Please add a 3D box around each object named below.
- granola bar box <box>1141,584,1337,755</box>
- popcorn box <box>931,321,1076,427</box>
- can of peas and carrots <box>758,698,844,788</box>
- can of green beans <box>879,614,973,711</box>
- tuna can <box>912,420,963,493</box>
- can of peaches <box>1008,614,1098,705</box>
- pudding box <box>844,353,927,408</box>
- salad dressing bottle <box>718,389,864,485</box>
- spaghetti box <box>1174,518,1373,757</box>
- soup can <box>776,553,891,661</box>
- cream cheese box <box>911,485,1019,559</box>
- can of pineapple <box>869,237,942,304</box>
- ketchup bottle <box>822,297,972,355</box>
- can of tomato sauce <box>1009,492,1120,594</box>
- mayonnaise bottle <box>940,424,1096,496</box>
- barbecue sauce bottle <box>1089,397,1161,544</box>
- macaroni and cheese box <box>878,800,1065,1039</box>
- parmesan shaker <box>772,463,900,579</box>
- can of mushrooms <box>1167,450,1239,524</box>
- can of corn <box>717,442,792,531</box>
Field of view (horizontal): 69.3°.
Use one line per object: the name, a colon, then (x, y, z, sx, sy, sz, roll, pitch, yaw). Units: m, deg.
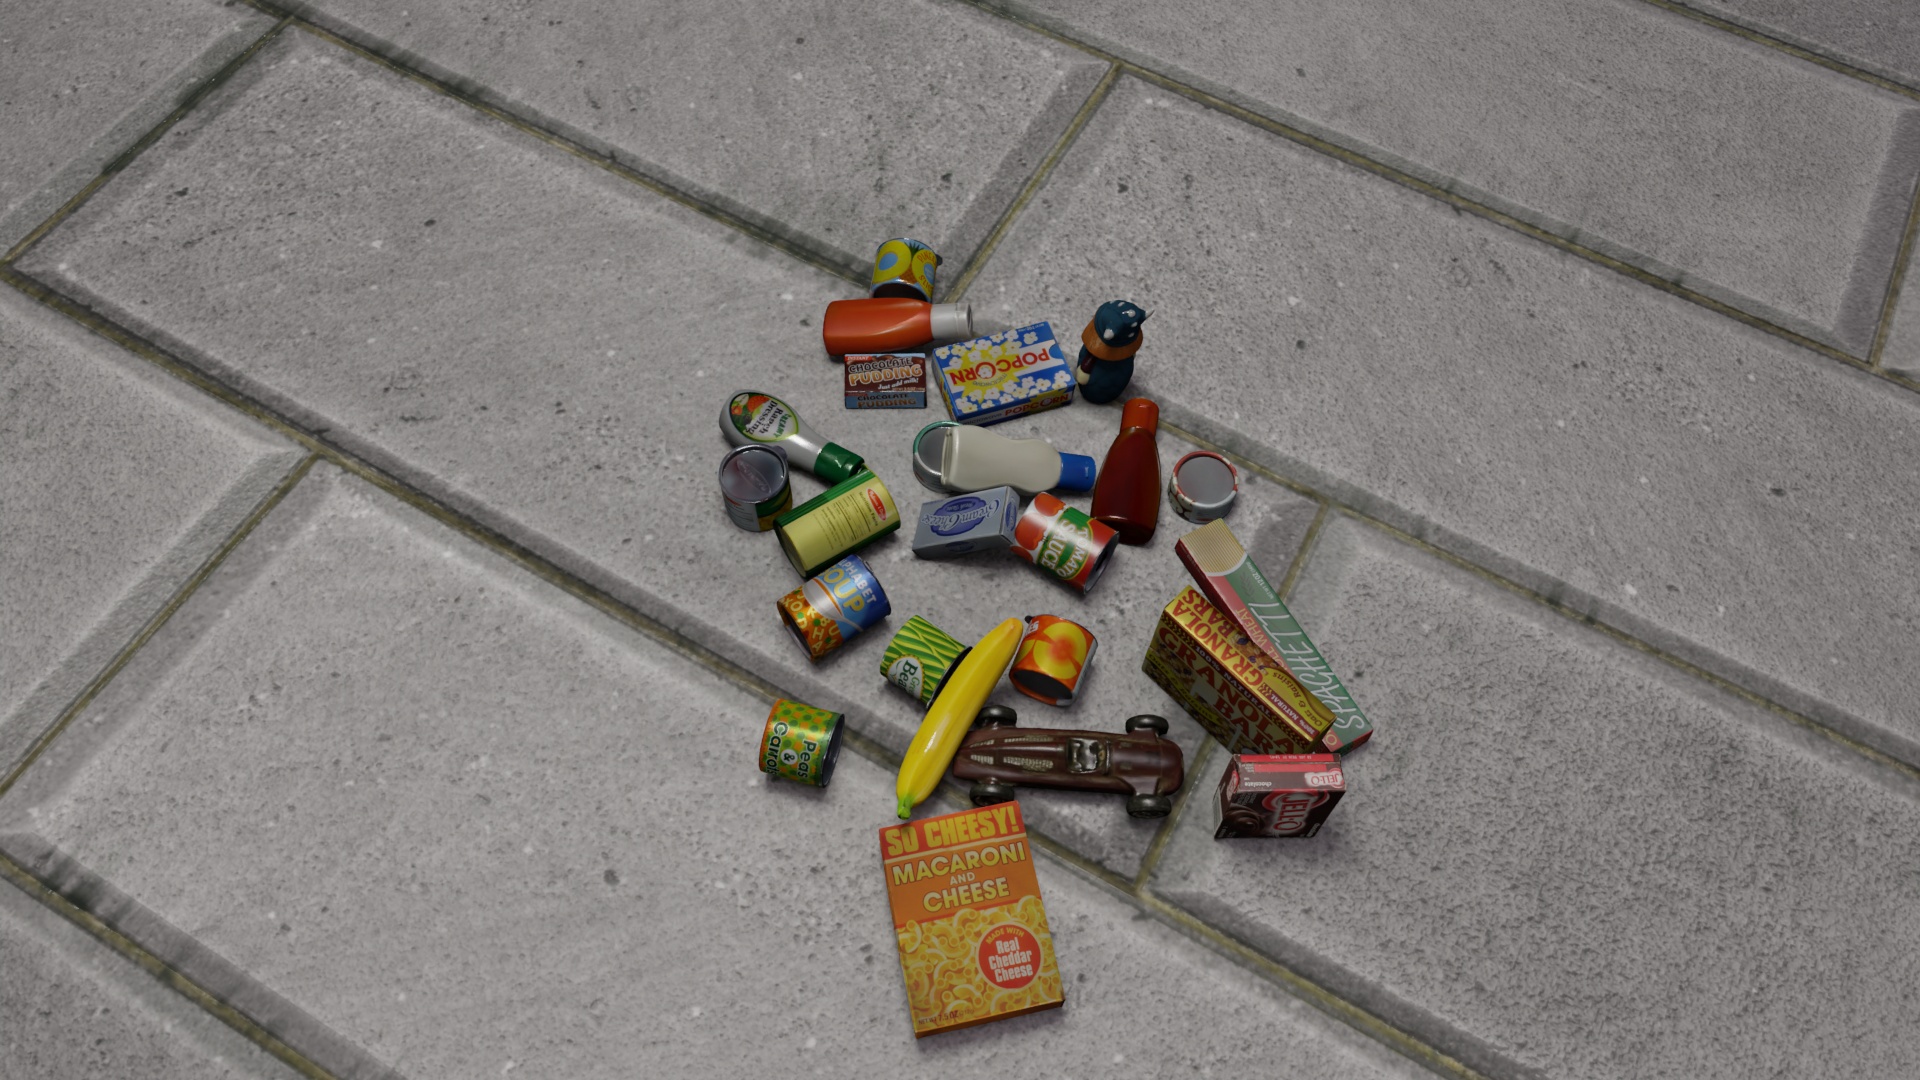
granola bar box: (0.236, 0.131, 1.206, 0.039, 0.123, 0.166, -39, 69, -21)
popcorn box: (0.043, -0.166, 1.413, 0.127, 0.038, 0.085, -16, 62, -10)
can of peas and carrots: (-0.137, 0.176, 1.199, 0.059, 0.070, 0.071, 13, 62, 6)
can of green beans: (-0.031, 0.108, 1.242, 0.058, 0.071, 0.071, 32, 65, 15)
tuna can: (-0.013, -0.085, 1.368, 0.071, 0.032, 0.071, 1, 62, -1)
can of peaches: (0.081, 0.107, 1.247, 0.071, 0.071, 0.058, 20, 63, 9)
pudding box: (-0.076, -0.162, 1.411, 0.084, 0.030, 0.050, 0, 60, -2)
salad dressing bottle: (-0.165, -0.097, 1.364, 0.148, 0.043, 0.064, 28, 63, 12)
spaghetti box: (0.287, 0.089, 1.285, 0.050, 0.028, 0.251, -25, 65, -14)
soup can: (-0.116, 0.060, 1.263, 0.084, 0.071, 0.071, -32, 67, -18)
cream cheese box: (0.005, -0.016, 1.306, 0.103, 0.024, 0.053, -10, 55, 34)
can of pineapple: (-0.058, -0.273, 1.451, 0.071, 0.070, 0.058, 6, 62, 2)
ketchup bottle: (-0.063, -0.221, 1.419, 0.149, 0.043, 0.065, -2, 48, 10)
can of tomato sauce: (0.097, 0.002, 1.304, 0.083, 0.071, 0.071, 30, 64, 14)
mayonnaise bottle: (0.056, -0.072, 1.337, 0.148, 0.041, 0.065, 6, 86, -19)
barbecue sauce bottle: (0.168, -0.071, 1.361, 0.065, 0.043, 0.149, 13, 61, 0)
macaroni and cheese box: (0.006, 0.311, 1.146, 0.124, 0.040, 0.167, -10, 62, -7)
parmesan shaker: (-0.118, -0.018, 1.308, 0.103, 0.071, 0.071, -30, 66, -16)
can of mushrooms: (0.237, -0.054, 1.360, 0.071, 0.033, 0.071, 1, 62, -1)
can of corn: (-0.193, -0.052, 1.329, 0.071, 0.058, 0.071, 1, 61, -1)
